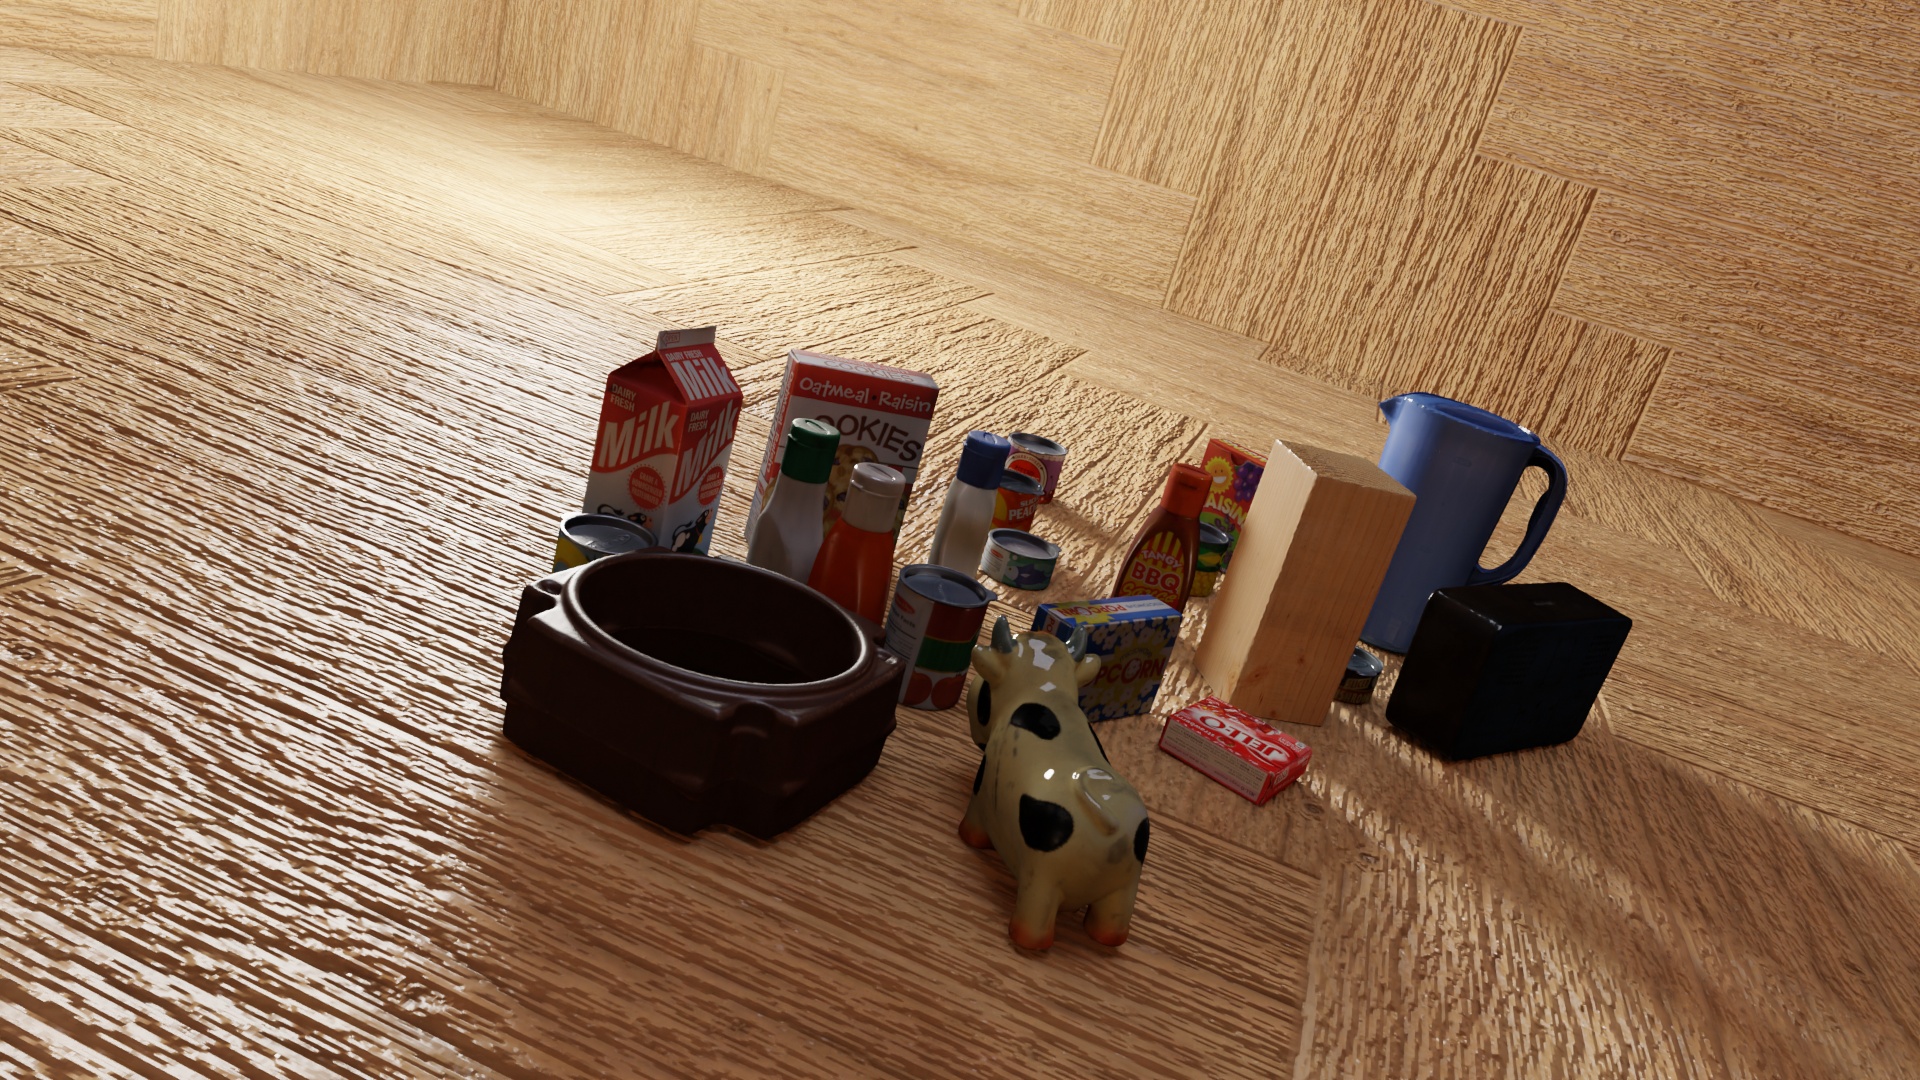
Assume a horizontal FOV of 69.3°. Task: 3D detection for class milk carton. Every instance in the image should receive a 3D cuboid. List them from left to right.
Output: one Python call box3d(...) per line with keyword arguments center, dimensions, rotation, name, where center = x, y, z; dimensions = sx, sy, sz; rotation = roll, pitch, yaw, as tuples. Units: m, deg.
box3d(center=(-0.217, -0.064, 1.014), dimensions=(0.073, 0.189, 0.072), rotation=(23, 20, 19), name="milk carton")

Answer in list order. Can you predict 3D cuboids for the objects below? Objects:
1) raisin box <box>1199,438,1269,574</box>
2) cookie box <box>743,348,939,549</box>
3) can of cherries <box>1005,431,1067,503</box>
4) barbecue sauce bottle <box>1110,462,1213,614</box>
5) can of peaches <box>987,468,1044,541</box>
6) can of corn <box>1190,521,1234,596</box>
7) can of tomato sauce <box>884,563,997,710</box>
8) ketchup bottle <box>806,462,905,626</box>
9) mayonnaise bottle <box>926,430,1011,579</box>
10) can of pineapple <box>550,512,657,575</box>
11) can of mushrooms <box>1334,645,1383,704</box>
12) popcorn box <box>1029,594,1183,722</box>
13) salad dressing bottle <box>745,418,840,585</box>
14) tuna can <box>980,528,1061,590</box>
box3d(center=(0.280, -0.033, 1.437), dimensions=(0.040, 0.123, 0.086), rotation=(-4, 27, -46), name="raisin box")
box3d(center=(-0.099, -0.066, 1.150), dimensions=(0.123, 0.166, 0.040), rotation=(8, 20, -23), name="cookie box")
box3d(center=(0.074, -0.078, 1.489), dimensions=(0.071, 0.058, 0.072), rotation=(15, 19, -5), name="can of cherries")
box3d(center=(0.178, 0.007, 1.205), dimensions=(0.065, 0.148, 0.044), rotation=(20, 19, 9), name="barbecue sauce bottle")
box3d(center=(0.042, -0.032, 1.338), dimensions=(0.071, 0.057, 0.071), rotation=(15, 19, -5), name="can of peaches")
box3d(center=(0.225, 0.016, 1.355), dimensions=(0.071, 0.058, 0.071), rotation=(15, 19, -5), name="can of corn")
box3d(center=(-0.020, 0.068, 0.974), dimensions=(0.071, 0.082, 0.071), rotation=(15, 19, -5), name="can of tomato sauce")
box3d(center=(-0.074, 0.021, 0.960), dimensions=(0.043, 0.148, 0.065), rotation=(-3, 27, -45), name="ketchup bottle")
box3d(center=(0.004, -0.014, 1.121), dimensions=(0.041, 0.147, 0.065), rotation=(13, 19, -11), name="mayonnaise bottle")
box3d(center=(-0.248, 0.020, 0.958), dimensions=(0.071, 0.057, 0.071), rotation=(15, 19, -5), name="can of pineapple")
box3d(center=(0.332, 0.114, 1.210), dimensions=(0.071, 0.033, 0.071), rotation=(15, 19, -5), name="can of mushrooms")
box3d(center=(0.100, 0.088, 1.014), dimensions=(0.127, 0.085, 0.038), rotation=(-2, 26, -43), name="popcorn box")
box3d(center=(-0.123, -0.015, 1.020), dimensions=(0.044, 0.147, 0.064), rotation=(0, 25, -41), name="salad dressing bottle")
box3d(center=(0.055, 0.017, 1.252), dimensions=(0.071, 0.032, 0.071), rotation=(15, 19, -5), name="tuna can")
